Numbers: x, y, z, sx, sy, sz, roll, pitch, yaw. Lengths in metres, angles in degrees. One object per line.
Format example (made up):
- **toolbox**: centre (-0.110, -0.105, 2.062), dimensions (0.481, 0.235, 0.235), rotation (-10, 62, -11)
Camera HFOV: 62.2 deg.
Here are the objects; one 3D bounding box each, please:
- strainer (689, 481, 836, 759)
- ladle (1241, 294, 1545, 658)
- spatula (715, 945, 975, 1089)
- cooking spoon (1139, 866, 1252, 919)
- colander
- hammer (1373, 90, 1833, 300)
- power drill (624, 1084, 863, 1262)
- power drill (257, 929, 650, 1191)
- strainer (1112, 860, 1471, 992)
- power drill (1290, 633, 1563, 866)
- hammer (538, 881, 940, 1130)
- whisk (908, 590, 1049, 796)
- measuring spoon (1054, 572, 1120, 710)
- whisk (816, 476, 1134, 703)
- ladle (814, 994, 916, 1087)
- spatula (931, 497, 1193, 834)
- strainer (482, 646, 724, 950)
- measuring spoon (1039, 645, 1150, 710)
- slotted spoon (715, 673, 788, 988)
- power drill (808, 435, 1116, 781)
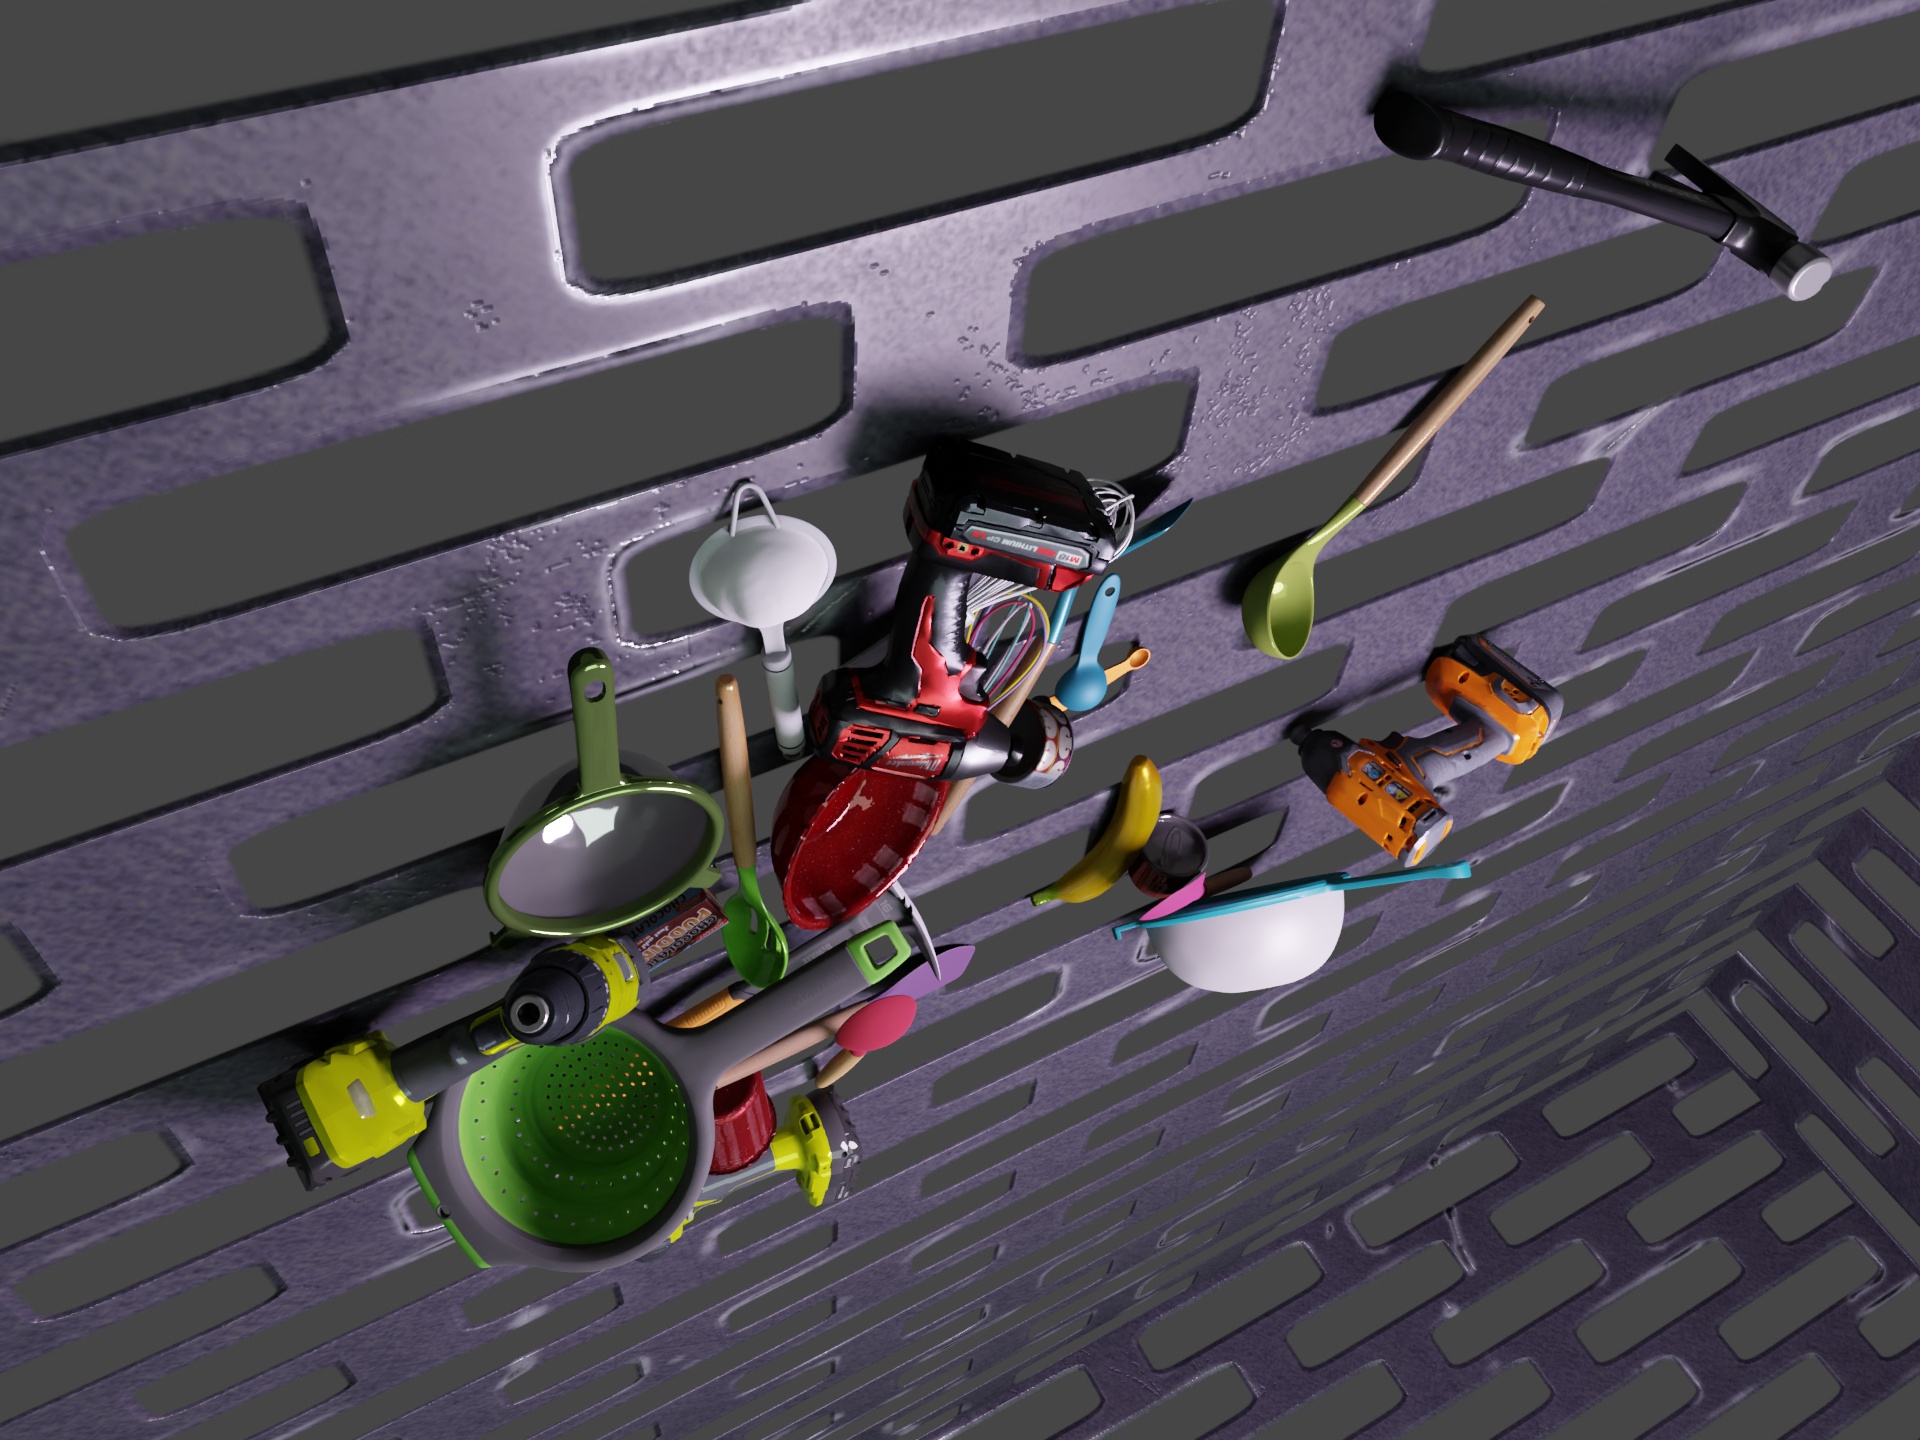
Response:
- **strainer**: centre (-0.113, -0.043, 0.981), dimensions (0.087, 0.050, 0.258), rotation (-11, 148, -7)
- **ladle**: centre (0.323, -0.177, 1.183), dimensions (0.320, 0.062, 0.078), rotation (-50, 147, 19)
- **spatula**: centre (-0.099, 0.255, 1.367), dimensions (0.316, 0.018, 0.059), rotation (-18, 143, -43)
- **cooking spoon**: centre (0.233, 0.157, 1.497), dimensions (0.068, 0.017, 0.318), rotation (-39, 166, 19)
- **colander**: centre (-0.209, 0.252, 1.178), dimensions (0.397, 0.204, 0.094), rotation (-31, -177, 5)
- **hammer**: centre (0.390, -0.339, 0.991), dimensions (0.334, 0.146, 0.035), rotation (3, 133, -29)
- **power drill**: centre (-0.213, 0.434, 1.494), dimensions (0.223, 0.080, 0.171), rotation (-14, 144, -23)
- **power drill**: centre (-0.321, 0.211, 1.021), dimensions (0.228, 0.080, 0.190), rotation (-27, 178, 1)
- **strainer**: centre (0.326, 0.199, 1.493), dimensions (0.340, 0.095, 0.211), rotation (-16, 173, 42)
- **power drill**: centre (0.422, 0.016, 1.458), dimensions (0.226, 0.164, 0.084), rotation (-35, 150, -24)
- **hammer**: centre (-0.181, 0.233, 1.256), dimensions (0.337, 0.034, 0.127), rotation (-31, 118, 1)
- **whisk**: centre (-0.003, -0.005, 1.136), dimensions (0.047, 0.051, 0.244), rotation (11, 134, -23)
- **measuring spoon**: centre (0.101, -0.053, 1.169), dimensions (0.042, 0.021, 0.128), rotation (-10, 137, -23)
- **whisk**: centre (0.009, -0.079, 1.038), dimensions (0.246, 0.058, 0.059), rotation (-33, 179, 6)
- **ladle**: centre (-0.094, 0.284, 1.359), dimensions (0.069, 0.031, 0.315), rotation (-15, 163, -20)
- **spatula**: centre (0.058, -0.032, 1.123), dimensions (0.317, 0.044, 0.082), rotation (-59, 176, 27)
- **strainer**: centre (-0.222, 0.031, 0.949), dimensions (0.151, 0.069, 0.256), rotation (-16, 144, -21)
- **measuring spoon**: centre (0.092, -0.027, 1.218), dimensions (0.117, 0.011, 0.021), rotation (-29, 139, -3)
- **slotted spoon**: centre (-0.150, 0.082, 1.107), dimensions (0.031, 0.070, 0.313), rotation (-38, 148, -32)
- **power drill**: centre (0.004, -0.053, 0.985), dimensions (0.143, 0.079, 0.219), rotation (12, 124, -21)
